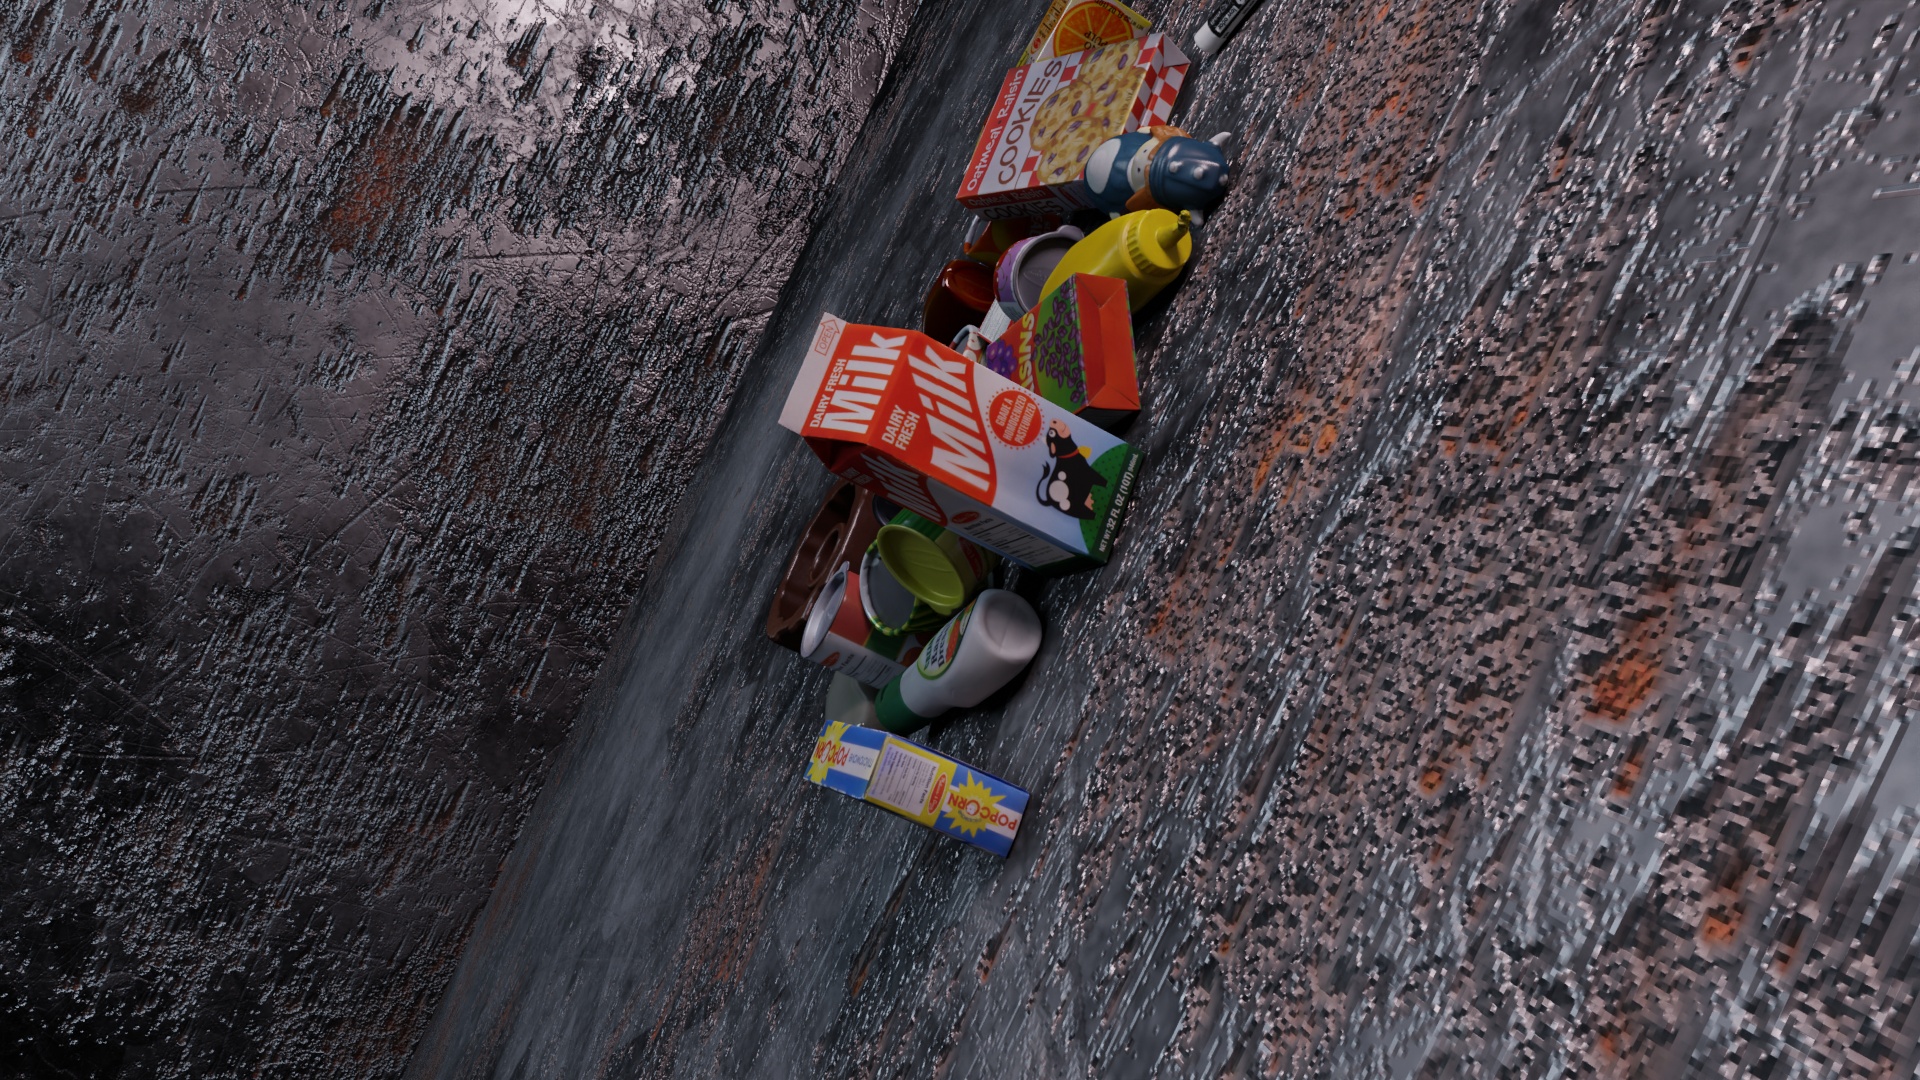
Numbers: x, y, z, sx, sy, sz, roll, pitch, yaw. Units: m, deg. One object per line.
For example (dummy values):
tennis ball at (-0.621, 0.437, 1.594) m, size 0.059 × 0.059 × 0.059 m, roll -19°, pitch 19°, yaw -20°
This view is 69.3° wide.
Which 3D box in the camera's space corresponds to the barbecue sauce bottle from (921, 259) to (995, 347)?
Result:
barbecue sauce bottle at (-0.005, -0.186, 1.201) m, size 0.148 × 0.065 × 0.044 m, roll 132°, pitch 160°, yaw -66°

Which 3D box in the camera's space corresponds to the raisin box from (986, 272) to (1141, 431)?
raisin box at (0.060, -0.101, 0.864) m, size 0.123 × 0.040 × 0.086 m, roll 149°, pitch 119°, yaw -62°

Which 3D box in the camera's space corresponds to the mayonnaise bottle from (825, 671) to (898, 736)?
mayonnaise bottle at (-0.072, 0.116, 0.994) m, size 0.064 × 0.041 × 0.149 m, roll -57°, pitch 17°, yaw 21°

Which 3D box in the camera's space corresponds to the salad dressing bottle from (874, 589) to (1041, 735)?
salad dressing bottle at (-0.006, 0.079, 0.840) m, size 0.147 × 0.044 × 0.064 m, roll -43°, pitch 21°, yaw 51°

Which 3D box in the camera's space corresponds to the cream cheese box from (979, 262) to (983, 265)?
cream cheese box at (0.039, -0.254, 1.224) m, size 0.053 × 0.024 × 0.104 m, roll -33°, pitch 35°, yaw 61°

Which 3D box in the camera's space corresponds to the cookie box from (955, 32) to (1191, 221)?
cookie box at (0.082, -0.309, 1.054) m, size 0.167 × 0.040 × 0.123 m, roll 8°, pitch 72°, yaw 50°

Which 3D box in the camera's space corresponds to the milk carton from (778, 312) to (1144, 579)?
milk carton at (-0.003, -0.053, 0.768) m, size 0.073 × 0.190 × 0.072 m, roll -22°, pitch 45°, yaw 66°

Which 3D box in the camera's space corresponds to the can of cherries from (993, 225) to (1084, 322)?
can of cherries at (0.063, -0.185, 0.982) m, size 0.071 × 0.071 × 0.058 m, roll -64°, pitch 15°, yaw 1°

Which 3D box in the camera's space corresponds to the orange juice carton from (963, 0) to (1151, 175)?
orange juice carton at (0.080, -0.386, 1.211) m, size 0.192 × 0.072 × 0.073 m, roll -58°, pitch 18°, yaw 20°

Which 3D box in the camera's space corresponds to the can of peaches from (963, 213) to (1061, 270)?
can of peaches at (0.043, -0.254, 1.154) m, size 0.071 × 0.058 × 0.071 m, roll -55°, pitch 18°, yaw 29°

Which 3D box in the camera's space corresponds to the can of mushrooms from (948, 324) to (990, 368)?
can of mushrooms at (0.005, -0.140, 1.145) m, size 0.070 × 0.033 × 0.071 m, roll -54°, pitch 20°, yaw 30°

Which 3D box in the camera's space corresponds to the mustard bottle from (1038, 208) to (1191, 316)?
mustard bottle at (0.102, -0.170, 0.870) m, size 0.160 × 0.049 × 0.065 m, roll -21°, pitch 44°, yaw 66°

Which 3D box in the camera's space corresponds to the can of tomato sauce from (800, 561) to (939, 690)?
can of tomato sauce at (-0.056, 0.063, 0.946) m, size 0.071 × 0.083 × 0.071 m, roll -55°, pitch 19°, yaw 29°

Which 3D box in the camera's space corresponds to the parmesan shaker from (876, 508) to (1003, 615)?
parmesan shaker at (0.007, -0.014, 0.849) m, size 0.103 × 0.071 × 0.071 m, roll -47°, pitch 6°, yaw -30°

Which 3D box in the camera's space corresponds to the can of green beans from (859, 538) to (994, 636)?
can of green beans at (-0.024, 0.027, 0.901) m, size 0.071 × 0.058 × 0.071 m, roll 5°, pitch 97°, yaw 51°

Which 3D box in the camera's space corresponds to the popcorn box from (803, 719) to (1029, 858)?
popcorn box at (-0.027, 0.133, 0.754) m, size 0.038 × 0.085 × 0.126 m, roll -69°, pitch 17°, yaw -11°

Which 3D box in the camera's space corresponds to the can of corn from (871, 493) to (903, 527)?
can of corn at (-0.031, -0.041, 1.058) m, size 0.070 × 0.071 × 0.058 m, roll -52°, pitch 20°, yaw 36°
